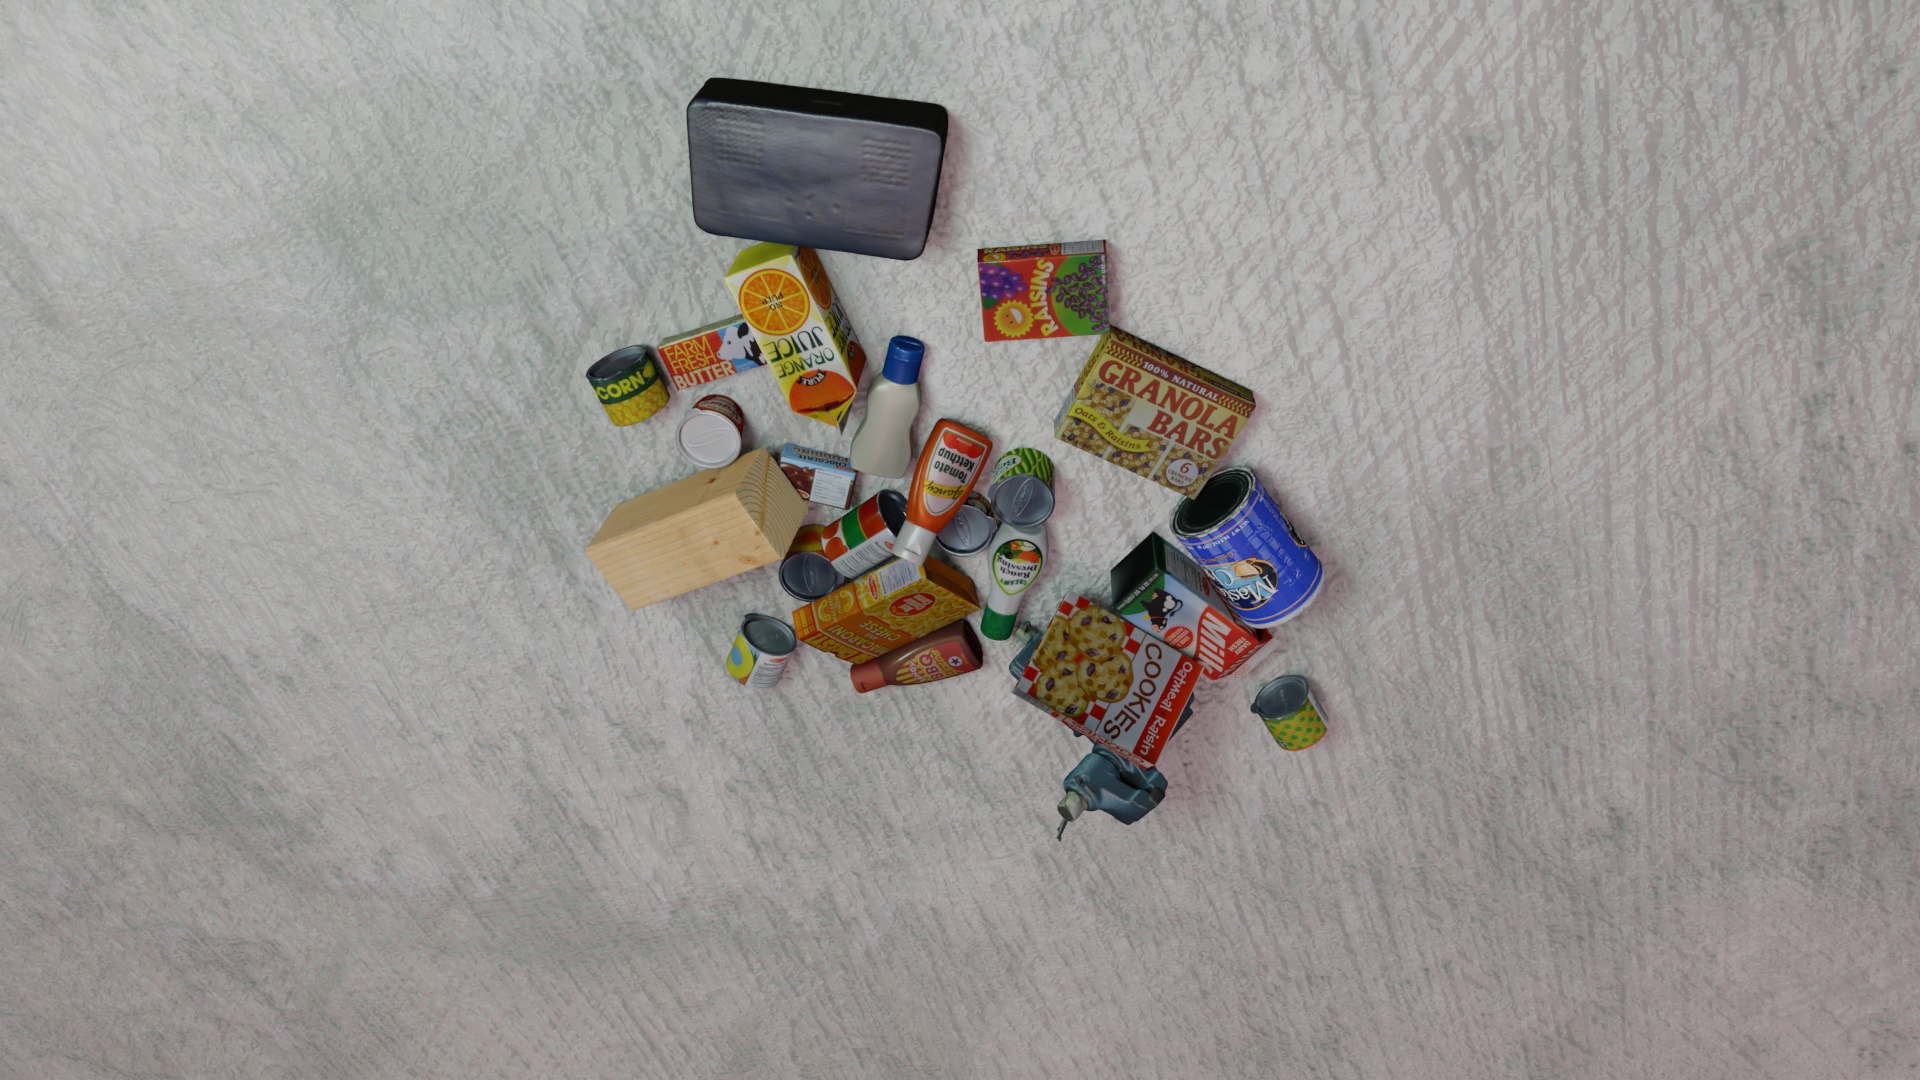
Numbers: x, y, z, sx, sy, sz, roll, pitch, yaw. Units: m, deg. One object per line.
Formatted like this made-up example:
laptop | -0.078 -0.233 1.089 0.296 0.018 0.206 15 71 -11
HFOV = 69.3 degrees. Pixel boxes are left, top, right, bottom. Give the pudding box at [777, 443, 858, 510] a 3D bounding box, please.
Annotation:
pudding box | -0.152 -0.068 1.471 0.084 0.030 0.049 13 124 -4

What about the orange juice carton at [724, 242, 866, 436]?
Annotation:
orange juice carton | -0.151 -0.198 1.364 0.073 0.072 0.192 -17 119 15

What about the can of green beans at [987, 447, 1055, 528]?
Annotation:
can of green beans | 0.066 -0.055 1.446 0.071 0.058 0.071 2 123 3

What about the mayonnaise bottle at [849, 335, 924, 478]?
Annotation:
mayonnaise bottle | -0.070 -0.136 1.416 0.065 0.041 0.147 13 121 -6

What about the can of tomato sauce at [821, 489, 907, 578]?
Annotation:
can of tomato sauce | -0.097 -0.008 1.483 0.083 0.071 0.071 -31 115 26

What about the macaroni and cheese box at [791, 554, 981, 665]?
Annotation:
macaroni and cheese box | -0.080 0.077 1.516 0.166 0.040 0.123 -27 151 20

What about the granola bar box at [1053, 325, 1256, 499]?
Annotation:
granola bar box | 0.194 -0.127 1.401 0.165 0.039 0.123 23 121 -10

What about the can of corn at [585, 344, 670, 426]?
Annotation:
can of corn | -0.336 -0.155 1.406 0.071 0.071 0.058 -15 121 14

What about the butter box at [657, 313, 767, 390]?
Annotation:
butter box | -0.249 -0.191 1.404 0.103 0.024 0.053 -15 119 13

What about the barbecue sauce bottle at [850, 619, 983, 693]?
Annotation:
barbecue sauce bottle | -0.052 0.138 1.586 0.148 0.044 0.064 -18 127 16

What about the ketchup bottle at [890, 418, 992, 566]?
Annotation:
ketchup bottle | -0.025 -0.048 1.427 0.065 0.043 0.148 25 90 -12

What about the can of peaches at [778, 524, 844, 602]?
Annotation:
can of peaches | -0.158 0.025 1.514 0.071 0.058 0.071 2 122 3

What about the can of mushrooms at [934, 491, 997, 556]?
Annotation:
can of mushrooms | 0.005 -0.019 1.488 0.071 0.034 0.070 2 122 4

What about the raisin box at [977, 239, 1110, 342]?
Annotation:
raisin box | 0.081 -0.241 1.339 0.123 0.040 0.085 -3 123 5

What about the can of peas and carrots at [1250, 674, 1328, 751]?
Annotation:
can of peas and carrots | 0.374 0.197 1.577 0.071 0.071 0.058 -26 118 19

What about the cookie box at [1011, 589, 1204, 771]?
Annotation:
cookie box | 0.157 0.148 1.473 0.167 0.123 0.040 30 163 1

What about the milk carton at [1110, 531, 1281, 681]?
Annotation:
milk carton | 0.257 0.083 1.509 0.190 0.074 0.072 35 118 -17

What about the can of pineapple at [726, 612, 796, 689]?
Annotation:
can of pineapple | -0.228 0.126 1.581 0.071 0.071 0.057 22 122 -10

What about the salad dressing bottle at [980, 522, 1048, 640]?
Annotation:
salad dressing bottle | 0.055 0.042 1.517 0.064 0.044 0.146 11 123 -5

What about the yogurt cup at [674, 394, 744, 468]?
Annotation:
yogurt cup | -0.256 -0.115 1.435 0.072 0.054 0.072 2 123 3
